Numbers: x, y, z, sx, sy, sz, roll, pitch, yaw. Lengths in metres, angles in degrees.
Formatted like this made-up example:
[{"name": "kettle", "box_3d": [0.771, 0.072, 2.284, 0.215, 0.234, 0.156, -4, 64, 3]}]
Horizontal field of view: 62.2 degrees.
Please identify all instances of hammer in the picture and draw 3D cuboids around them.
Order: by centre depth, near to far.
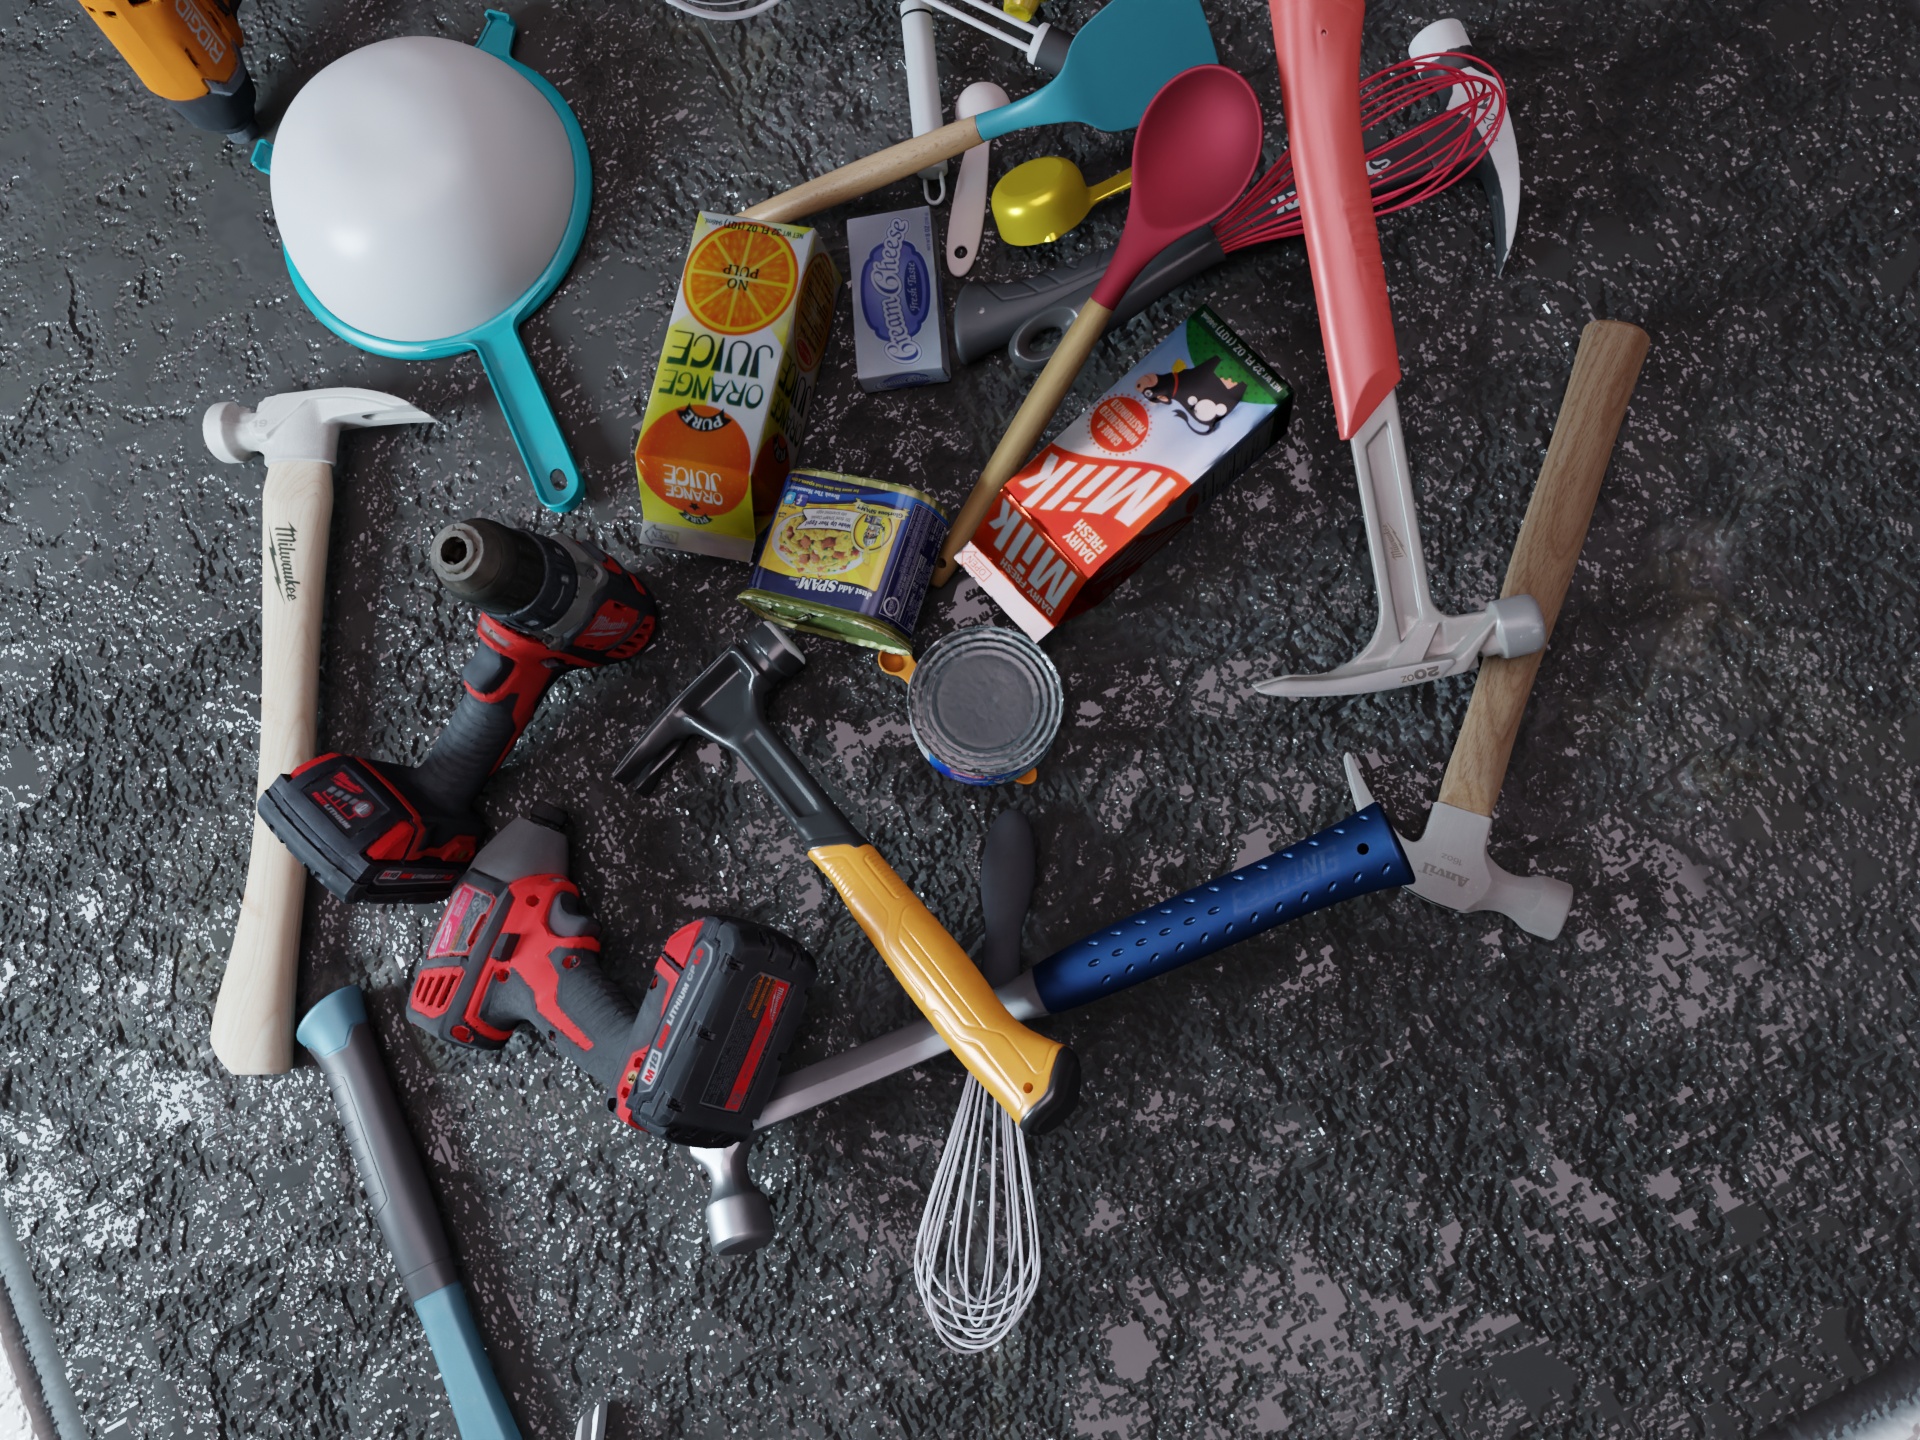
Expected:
[{"name": "hammer", "box_3d": [0.030, 0.136, 0.812, 0.405, 0.035, 0.144, -26, 62, 16]}, {"name": "hammer", "box_3d": [0.194, -0.194, 0.812, 0.149, 0.037, 0.359, -11, 95, 5]}, {"name": "hammer", "box_3d": [-0.057, 0.088, 0.832, 0.127, 0.034, 0.337, -44, 57, 1]}, {"name": "hammer", "box_3d": [0.302, -0.060, 0.853, 0.130, 0.031, 0.331, 18, 84, 12]}, {"name": "hammer", "box_3d": [-0.300, 0.308, 0.891, 0.128, 0.033, 0.331, -27, 77, 5]}, {"name": "hammer", "box_3d": [0.153, -0.275, 0.912, 0.335, 0.035, 0.146, -20, 77, 6]}, {"name": "hammer", "box_3d": [-0.395, 0.002, 0.953, 0.146, 0.038, 0.411, -2, 81, 15]}]

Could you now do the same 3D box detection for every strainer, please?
[{"name": "strainer", "box_3d": [-0.315, -0.282, 0.962, 0.211, 0.095, 0.340, -27, 76, 4]}, {"name": "strainer", "box_3d": [-0.028, -0.438, 0.969, 0.087, 0.050, 0.258, -8, 85, 26]}]

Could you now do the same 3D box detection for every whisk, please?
[{"name": "whisk", "box_3d": [0.016, 0.187, 0.849, 0.070, 0.070, 0.285, 2, 77, 10]}, {"name": "whisk", "box_3d": [0.157, -0.270, 0.865, 0.296, 0.073, 0.073, -28, 77, 11]}]

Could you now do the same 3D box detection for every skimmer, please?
[{"name": "skimmer", "box_3d": [-0.015, -0.409, 0.901, 0.363, 0.090, 0.127, 25, 116, -1]}]

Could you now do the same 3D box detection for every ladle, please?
[{"name": "ladle", "box_3d": [0.064, -0.202, 0.863, 0.069, 0.031, 0.315, 39, 112, 16]}]

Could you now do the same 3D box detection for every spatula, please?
[{"name": "spatula", "box_3d": [-0.009, -0.338, 0.926, 0.317, 0.082, 0.044, -14, 38, 22]}]

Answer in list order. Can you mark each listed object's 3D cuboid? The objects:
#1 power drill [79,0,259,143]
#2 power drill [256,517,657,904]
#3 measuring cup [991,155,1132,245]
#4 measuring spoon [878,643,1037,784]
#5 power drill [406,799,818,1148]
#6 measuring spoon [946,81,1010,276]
[{"name": "power drill", "box_3d": [-0.456, -0.489, 1.003, 0.084, 0.164, 0.227, 15, 71, 12]}, {"name": "power drill", "box_3d": [-0.276, -0.010, 0.866, 0.080, 0.187, 0.226, 40, 93, 14]}, {"name": "measuring cup", "box_3d": [0.090, -0.321, 0.913, 0.156, 0.029, 0.062, -22, 42, 12]}, {"name": "measuring spoon", "box_3d": [-0.001, -0.003, 0.907, 0.117, 0.011, 0.021, 41, 79, 10]}, {"name": "power drill", "box_3d": [-0.194, 0.132, 0.859, 0.220, 0.078, 0.143, 16, 78, 32]}, {"name": "measuring spoon", "box_3d": [0.006, -0.327, 0.954, 0.034, 0.018, 0.124, 7, 82, 10]}]
